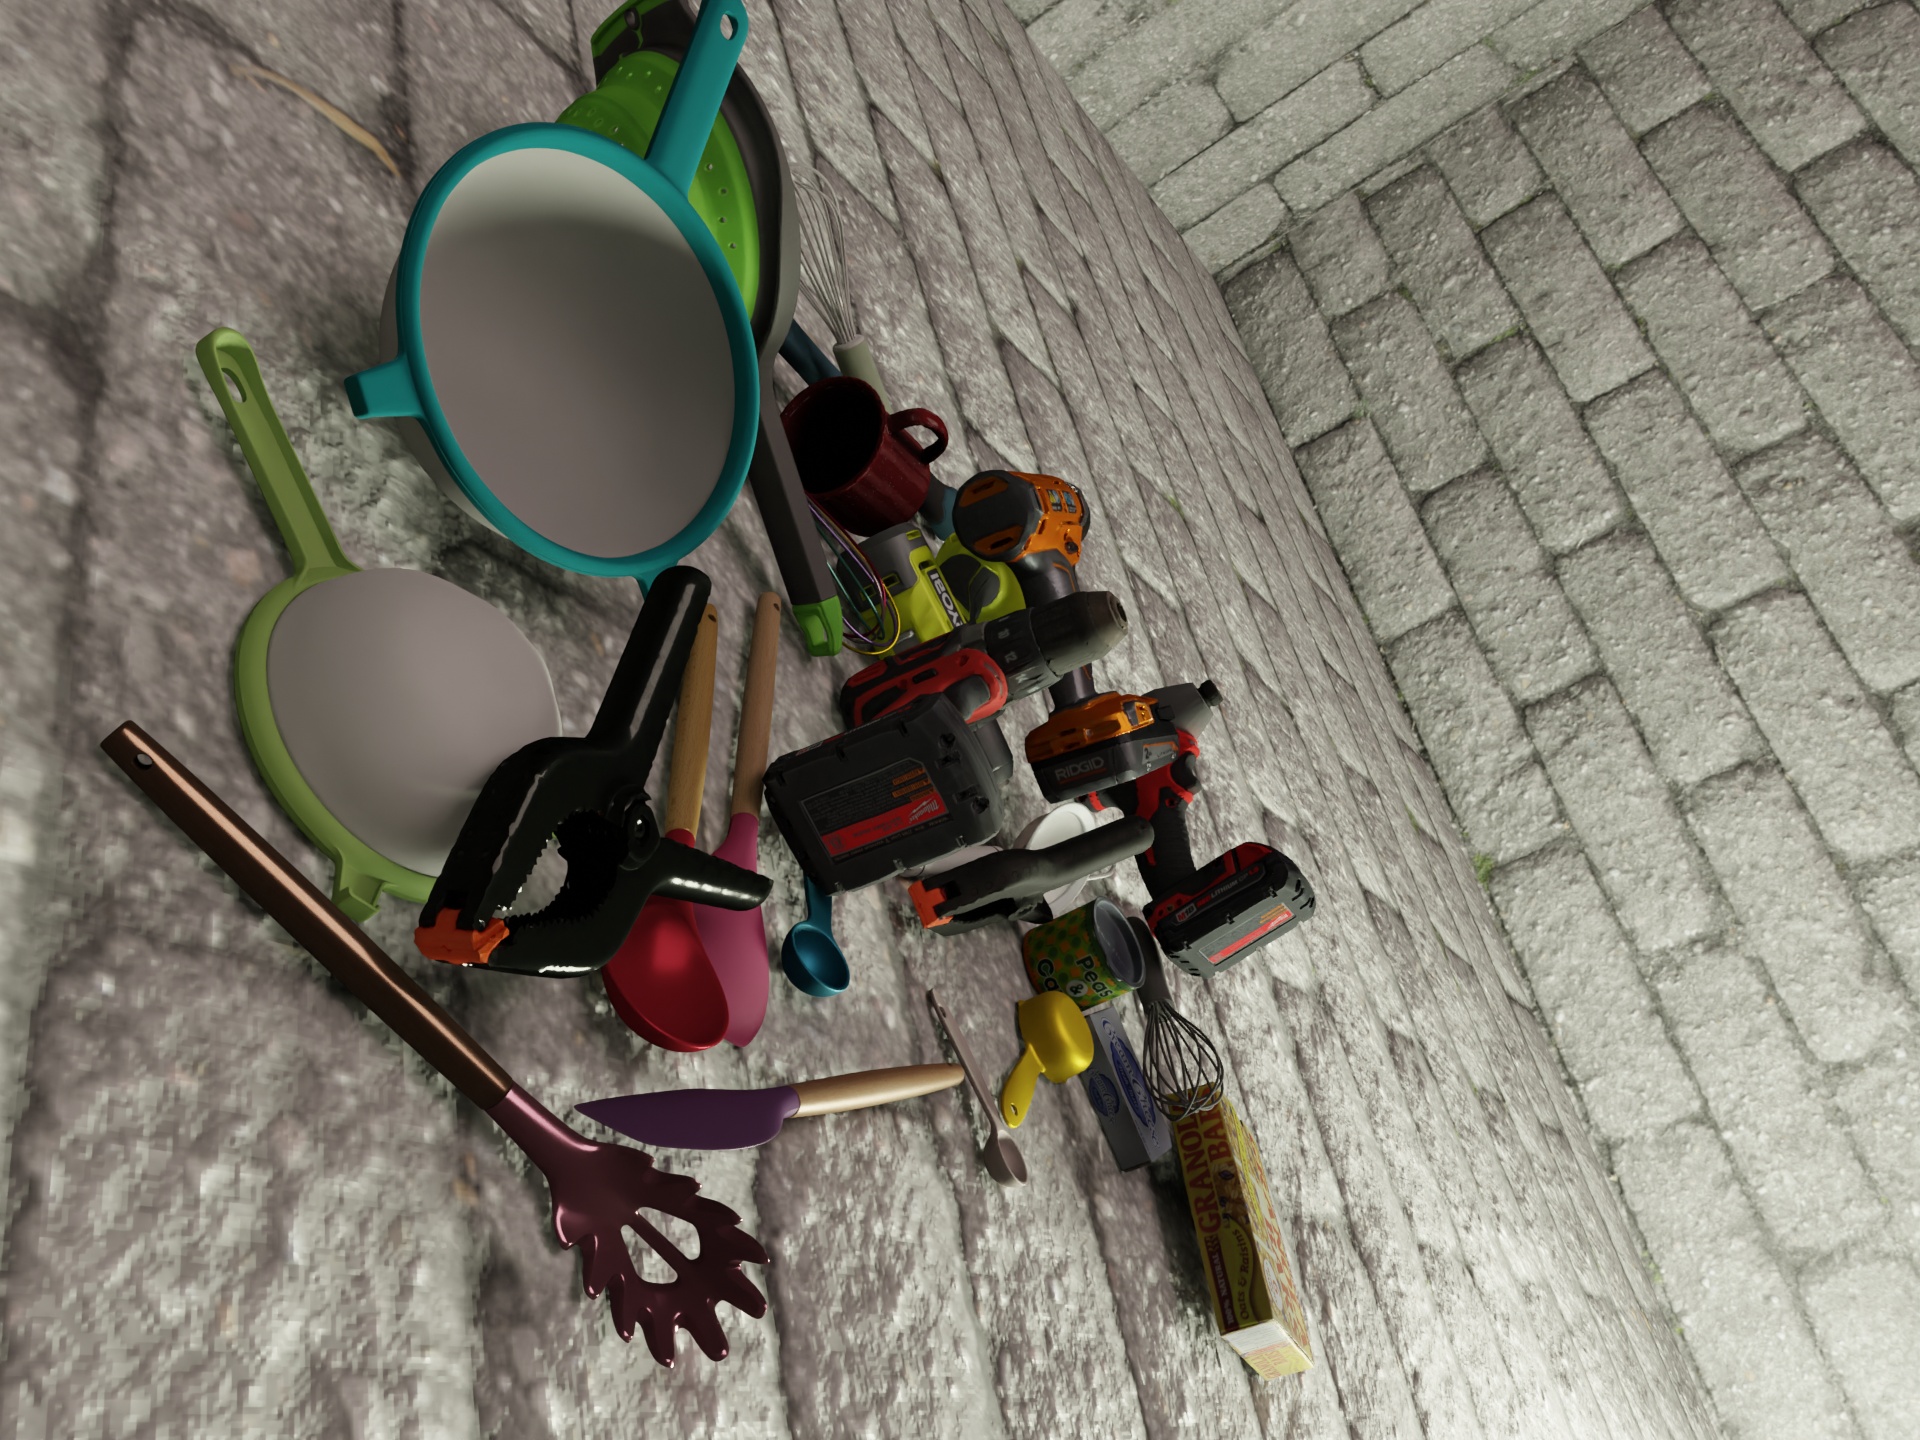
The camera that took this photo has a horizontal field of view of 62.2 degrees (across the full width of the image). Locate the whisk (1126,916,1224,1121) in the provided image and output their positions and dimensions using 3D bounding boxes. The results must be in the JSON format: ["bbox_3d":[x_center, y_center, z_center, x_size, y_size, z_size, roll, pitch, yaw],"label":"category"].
[{"bbox_3d":[0.142,0.203,1.132,0.055,0.055,0.239,52,10,-21],"label":"whisk"}]

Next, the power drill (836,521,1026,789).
[{"bbox_3d":[0.010,-0.057,1.156,0.190,0.080,0.228,64,24,-4],"label":"power drill"}]

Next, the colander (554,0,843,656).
[{"bbox_3d":[-0.165,-0.213,0.935,0.094,0.204,0.397,-26,106,-35],"label":"colander"}]

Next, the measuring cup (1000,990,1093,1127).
[{"bbox_3d":[0.053,0.210,0.975,0.062,0.029,0.156,60,16,-2],"label":"measuring cup"}]

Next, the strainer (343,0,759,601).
[{"bbox_3d":[-0.189,-0.228,0.799,0.210,0.095,0.341,38,57,-44],"label":"strainer"}]

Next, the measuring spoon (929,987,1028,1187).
[{"bbox_3d":[0.004,0.212,0.913,0.124,0.018,0.034,63,12,23],"label":"measuring spoon"}]

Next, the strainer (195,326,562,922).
[{"bbox_3d":[-0.229,-0.054,0.640,0.256,0.069,0.151,64,22,2],"label":"strainer"}]

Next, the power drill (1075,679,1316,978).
[{"bbox_3d":[0.174,0.072,1.220,0.078,0.143,0.220,43,17,-53],"label":"power drill"}]

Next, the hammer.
[{"bbox_3d":[-0.088,-0.241,1.180,0.330,0.033,0.128,43,48,-47],"label":"hammer"}]

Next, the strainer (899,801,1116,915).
[{"bbox_3d":[0.024,0.091,1.058,0.258,0.050,0.087,7,101,-57],"label":"strainer"}]

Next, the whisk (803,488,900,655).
[{"bbox_3d":[-0.114,-0.146,1.033,0.245,0.047,0.051,58,-2,7],"label":"whisk"}]

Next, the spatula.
[{"bbox_3d":[-0.068,0.181,0.760,0.315,0.060,0.018,17,90,-64],"label":"spatula"}]

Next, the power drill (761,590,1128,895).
[{"bbox_3d":[-0.001,-0.003,0.912,0.080,0.188,0.227,63,20,-14],"label":"power drill"}]

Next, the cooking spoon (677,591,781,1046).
[{"bbox_3d":[-0.114,0.035,0.853,0.068,0.017,0.319,45,28,-35],"label":"cooking spoon"}]

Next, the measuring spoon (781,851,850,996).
[{"bbox_3d":[-0.082,0.103,0.853,0.042,0.021,0.129,41,20,-27],"label":"measuring spoon"}]

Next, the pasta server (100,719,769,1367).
[{"bbox_3d":[-0.185,0.119,0.575,0.316,0.060,0.040,51,-17,-19],"label":"pasta server"}]

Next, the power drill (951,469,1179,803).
[{"bbox_3d":[0.079,-0.066,1.124,0.164,0.084,0.226,-15,86,-65],"label":"power drill"}]

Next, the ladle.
[{"bbox_3d":[-0.137,0.039,0.788,0.069,0.031,0.316,36,30,-29],"label":"ladle"}]

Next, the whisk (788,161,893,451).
[{"bbox_3d":[-0.083,-0.274,1.126,0.059,0.058,0.246,41,-24,58],"label":"whisk"}]
